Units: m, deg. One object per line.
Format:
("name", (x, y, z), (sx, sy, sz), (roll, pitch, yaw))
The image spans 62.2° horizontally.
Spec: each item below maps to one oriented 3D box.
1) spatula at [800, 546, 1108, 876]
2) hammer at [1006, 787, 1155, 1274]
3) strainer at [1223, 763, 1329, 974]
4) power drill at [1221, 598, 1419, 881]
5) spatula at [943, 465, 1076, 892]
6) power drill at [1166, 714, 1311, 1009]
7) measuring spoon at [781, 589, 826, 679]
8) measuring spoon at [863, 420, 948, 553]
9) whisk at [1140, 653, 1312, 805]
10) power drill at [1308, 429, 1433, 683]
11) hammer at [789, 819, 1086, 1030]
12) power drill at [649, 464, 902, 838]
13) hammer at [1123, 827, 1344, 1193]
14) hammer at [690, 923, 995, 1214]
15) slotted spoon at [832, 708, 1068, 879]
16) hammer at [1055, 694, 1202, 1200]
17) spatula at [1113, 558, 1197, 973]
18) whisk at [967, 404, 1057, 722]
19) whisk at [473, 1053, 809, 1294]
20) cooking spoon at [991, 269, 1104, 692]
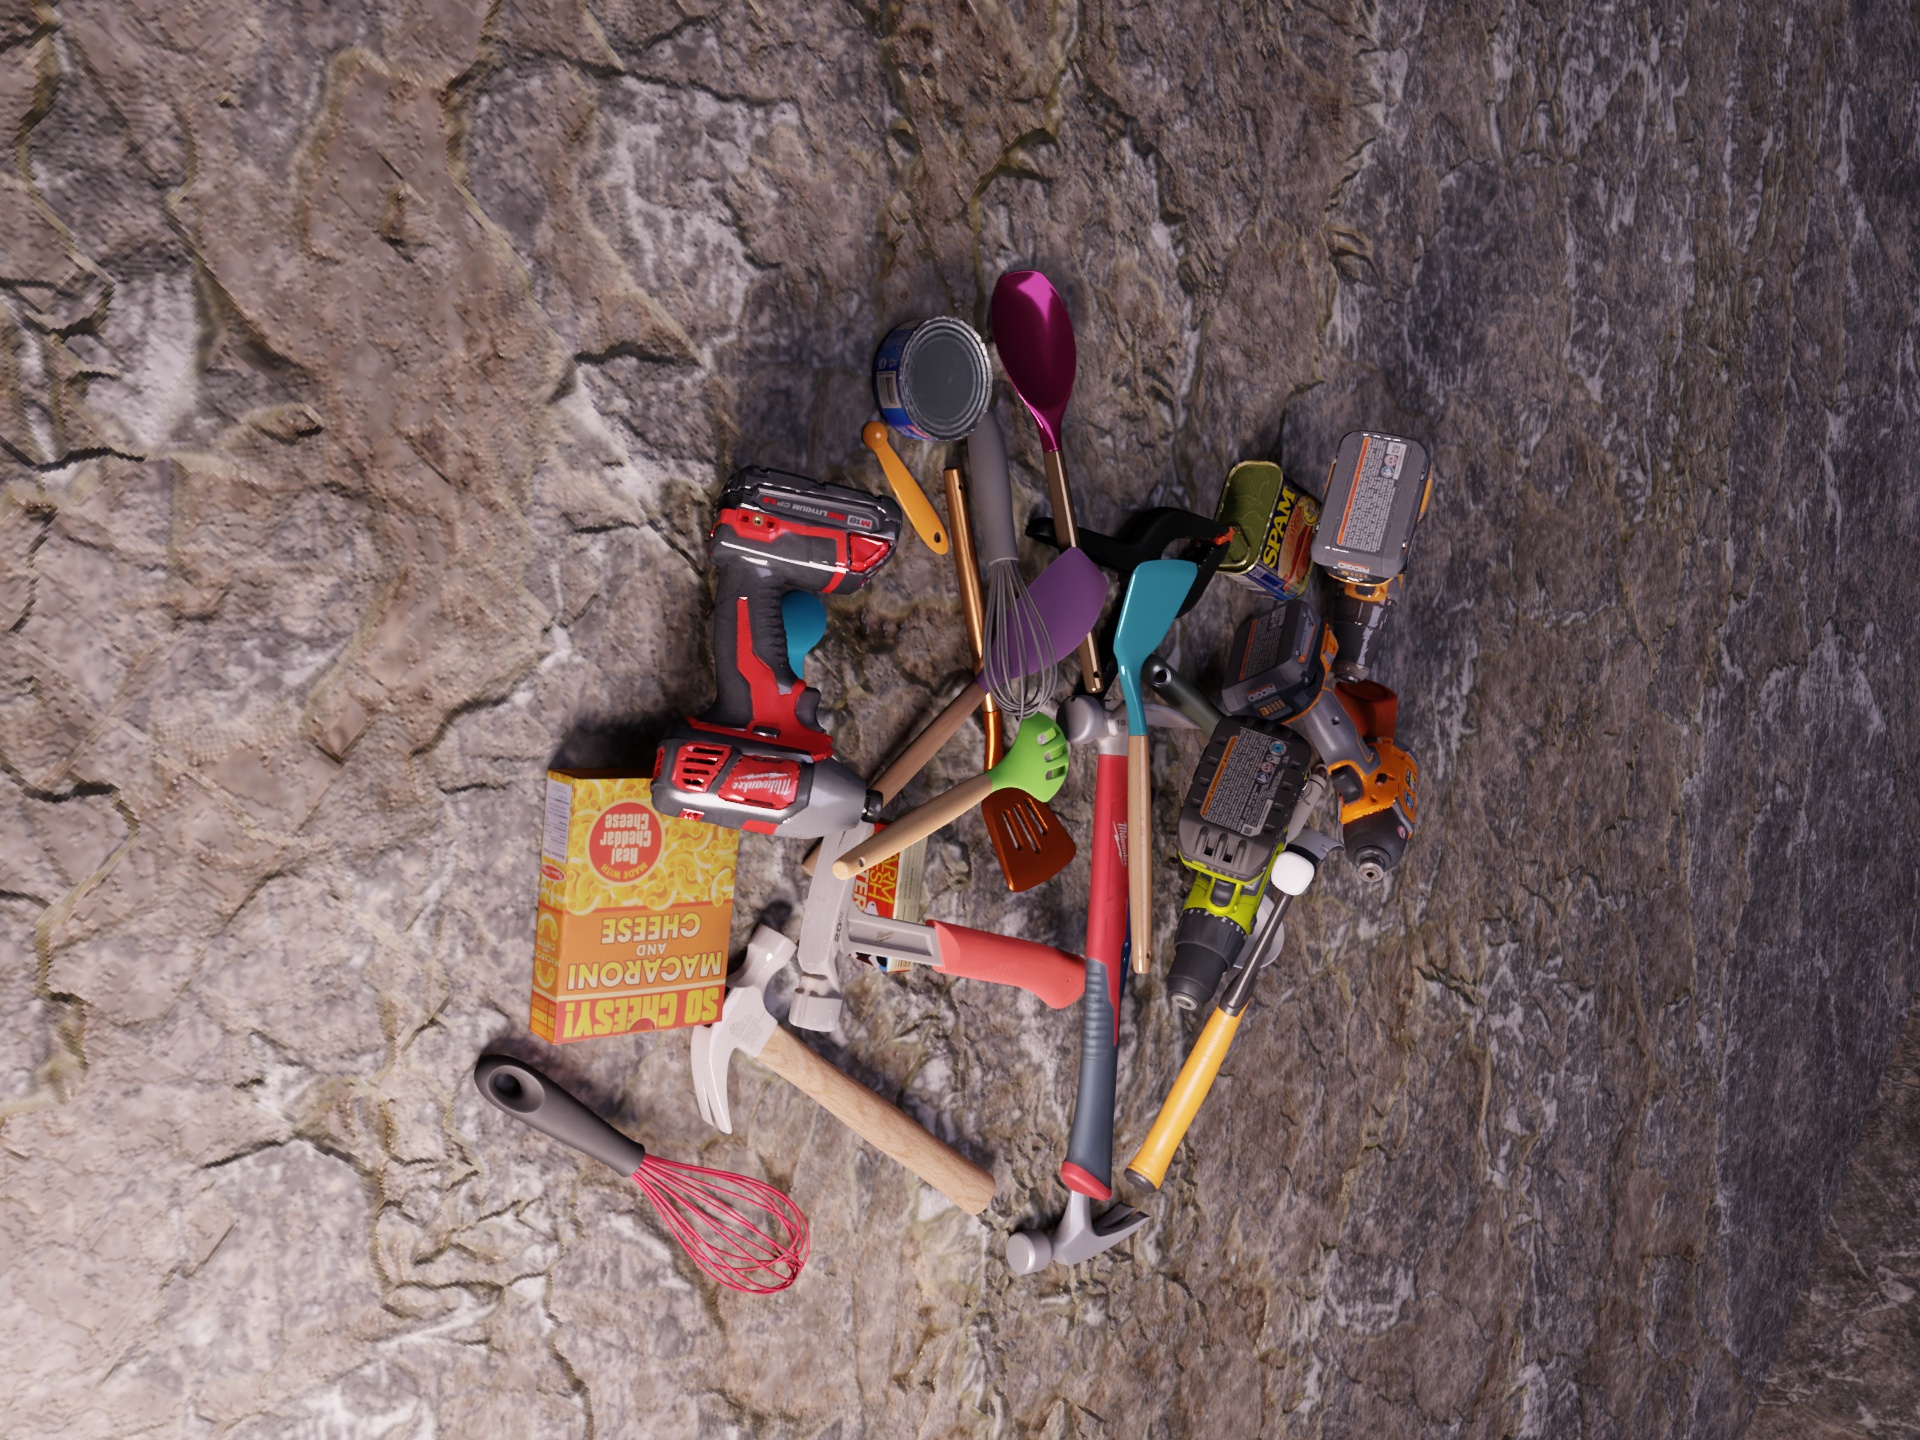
("spatula", (-0.002, -0.004, 1.156), (0.316, 0.018, 0.059), (-46, 105, -15))
("hammer", (0.123, 0.255, 1.335), (0.144, 0.035, 0.405), (4, 95, -42))
("strainer", (0.280, 0.137, 1.452), (0.087, 0.050, 0.258), (33, 63, 5))
("power drill", (0.320, 0.025, 1.378), (0.226, 0.084, 0.164), (50, 36, -20))
("spatula", (0.027, -0.031, 1.194), (0.081, 0.041, 0.322), (-26, 113, -42))
("power drill", (0.220, 0.118, 1.302), (0.228, 0.080, 0.191), (82, 31, -58))
("measuring spoon", (-0.110, -0.024, 1.085), (0.042, 0.021, 0.128), (1, 96, -42))
("measuring spoon", (-0.036, -0.164, 1.134), (0.021, 0.011, 0.116), (-49, 126, -24))
("whisk", (0.231, 0.012, 1.383), (0.246, 0.059, 0.058), (37, 96, -34))
("power drill", (0.357, -0.139, 1.400), (0.226, 0.084, 0.185), (34, 72, -71))
("hammer", (0.003, 0.157, 1.150), (0.358, 0.037, 0.149), (23, 78, -57))
("power drill", (-0.105, -0.036, 0.997), (0.143, 0.078, 0.220), (12, 77, -13))
("hammer", (0.217, 0.241, 1.298), (0.127, 0.034, 0.336), (-16, 132, -65))
("hammer", (-0.076, 0.286, 1.165), (0.331, 0.031, 0.130), (46, 67, -37))
("slotted spoon", (0.004, 0.053, 1.084), (0.314, 0.031, 0.070), (-26, 105, -57))
("hammer", (0.125, 0.178, 1.253), (0.143, 0.038, 0.386), (6, 87, -43))
("spatula", (0.144, 0.037, 1.213), (0.082, 0.044, 0.317), (-5, 96, -49))
("whisk", (0.030, -0.116, 1.144), (0.055, 0.055, 0.239), (0, 78, -42))
("whisk", (-0.201, 0.298, 1.042), (0.295, 0.073, 0.073), (44, 68, -31))
("cooking spoon", (0.073, -0.177, 1.196), (0.068, 0.017, 0.319), (-14, 97, -27))
